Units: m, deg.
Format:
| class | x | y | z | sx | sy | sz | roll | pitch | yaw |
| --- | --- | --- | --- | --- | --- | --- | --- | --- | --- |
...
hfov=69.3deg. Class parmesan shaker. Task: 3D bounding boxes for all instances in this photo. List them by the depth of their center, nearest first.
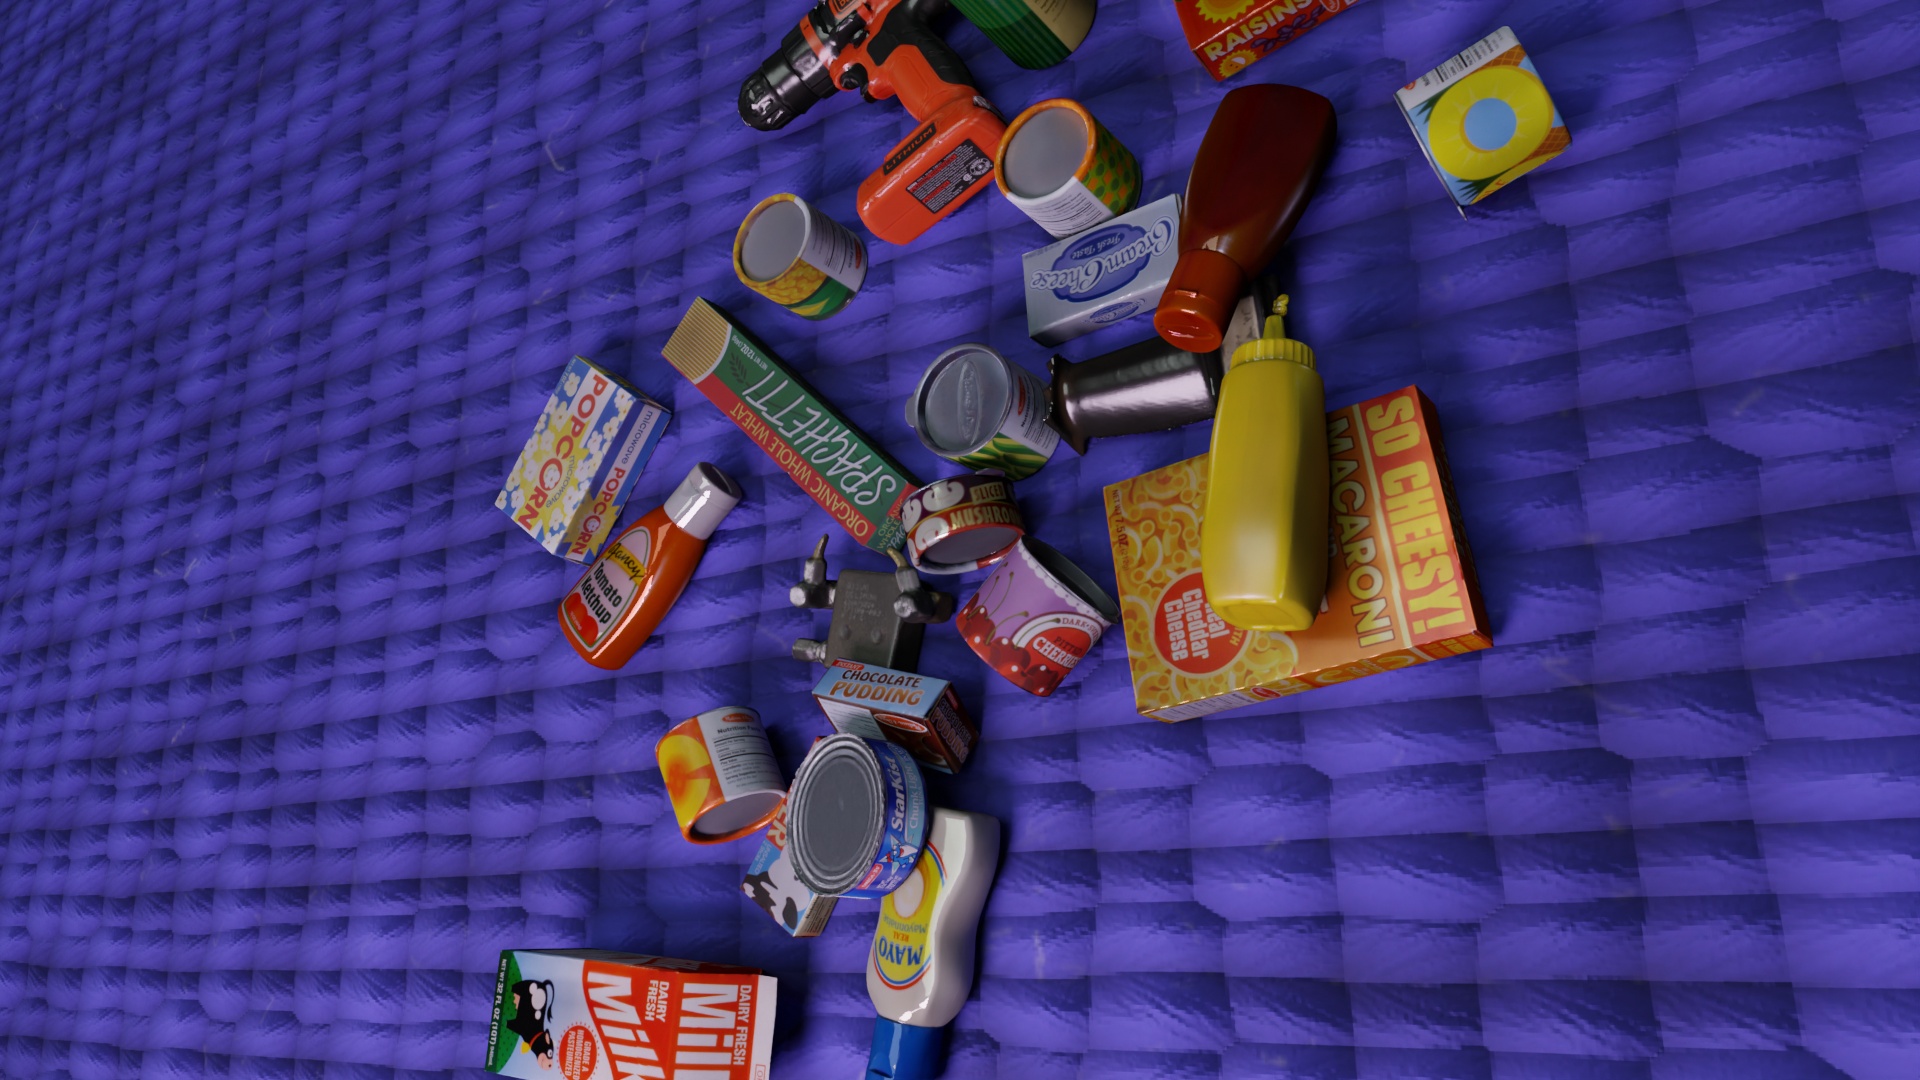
| class | x | y | z | sx | sy | sz | roll | pitch | yaw |
| --- | --- | --- | --- | --- | --- | --- | --- | --- | --- |
| parmesan shaker | 0.026 | -0.331 | 0.824 | 0.071 | 0.103 | 0.071 | -10 | 71 | 32 |

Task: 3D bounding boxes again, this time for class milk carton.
| class | x | y | z | sx | sy | sz | roll | pitch | yaw |
| --- | --- | --- | --- | --- | --- | --- | --- | --- | --- |
| milk carton | -0.182 | 0.281 | 0.807 | 0.190 | 0.073 | 0.072 | -6 | 74 | 32 |

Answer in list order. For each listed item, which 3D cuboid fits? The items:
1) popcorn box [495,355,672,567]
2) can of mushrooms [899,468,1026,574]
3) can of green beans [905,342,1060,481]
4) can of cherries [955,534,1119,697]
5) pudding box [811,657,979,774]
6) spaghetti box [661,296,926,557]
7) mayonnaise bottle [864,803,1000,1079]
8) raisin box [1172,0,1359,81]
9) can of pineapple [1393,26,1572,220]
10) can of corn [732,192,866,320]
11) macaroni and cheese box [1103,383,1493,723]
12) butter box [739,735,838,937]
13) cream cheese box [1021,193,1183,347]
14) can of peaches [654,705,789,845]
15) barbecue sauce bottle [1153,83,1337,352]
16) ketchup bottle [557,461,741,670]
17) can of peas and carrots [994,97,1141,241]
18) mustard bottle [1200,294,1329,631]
| class | x | y | z | sx | sy | sz | roll | pitch | yaw |
| --- | --- | --- | --- | --- | --- | --- | --- | --- | --- |
| popcorn box | -0.267 | -0.057 | 0.984 | 0.085 | 0.038 | 0.126 | 32 | 96 | 36 |
| can of mushrooms | 0.003 | -0.010 | 0.769 | 0.071 | 0.071 | 0.033 | -26 | 64 | 26 |
| can of green beans | 0.016 | -0.071 | 0.784 | 0.071 | 0.058 | 0.071 | -10 | 72 | 32 |
| can of cherries | 0.041 | 0.041 | 0.728 | 0.058 | 0.071 | 0.072 | -51 | 55 | 12 |
| pudding box | -0.036 | 0.097 | 0.773 | 0.083 | 0.049 | 0.030 | 8 | 48 | 36 |
| spaghetti box | -0.110 | -0.078 | 0.889 | 0.251 | 0.028 | 0.050 | 42 | 102 | 35 |
| mayonnaise bottle | -0.020 | 0.215 | 0.735 | 0.064 | 0.041 | 0.148 | 1 | 77 | 40 |
| raisin box | 0.176 | -0.322 | 0.760 | 0.123 | 0.040 | 0.086 | -25 | 65 | 25 |
| can of pineapple | 0.249 | -0.198 | 0.660 | 0.057 | 0.071 | 0.071 | -29 | 62 | 24 |
| can of corn | -0.106 | -0.182 | 0.898 | 0.071 | 0.058 | 0.071 | -10 | 71 | 32 |
| macaroni and cheese box | 0.159 | 0.010 | 0.675 | 0.166 | 0.040 | 0.124 | -18 | 66 | 29 |
| butter box | -0.082 | 0.170 | 0.802 | 0.053 | 0.024 | 0.103 | 29 | 94 | 36 |
| cream cheese box | 0.084 | -0.151 | 0.781 | 0.103 | 0.024 | 0.053 | -17 | 68 | 30 |
| can of peaches | -0.142 | 0.141 | 0.826 | 0.071 | 0.071 | 0.058 | -38 | 59 | 20 |
| barbecue sauce bottle | 0.141 | -0.165 | 0.708 | 0.065 | 0.043 | 0.149 | 14 | 66 | 27 |
| ketchup bottle | -0.203 | 0.014 | 0.917 | 0.148 | 0.043 | 0.065 | -48 | 56 | 13 |
| can of peas and carrots | 0.061 | -0.212 | 0.794 | 0.071 | 0.058 | 0.071 | -10 | 72 | 31 |
| mustard bottle | 0.142 | -0.040 | 0.639 | 0.049 | 0.065 | 0.161 | -5 | 67 | 30 |
